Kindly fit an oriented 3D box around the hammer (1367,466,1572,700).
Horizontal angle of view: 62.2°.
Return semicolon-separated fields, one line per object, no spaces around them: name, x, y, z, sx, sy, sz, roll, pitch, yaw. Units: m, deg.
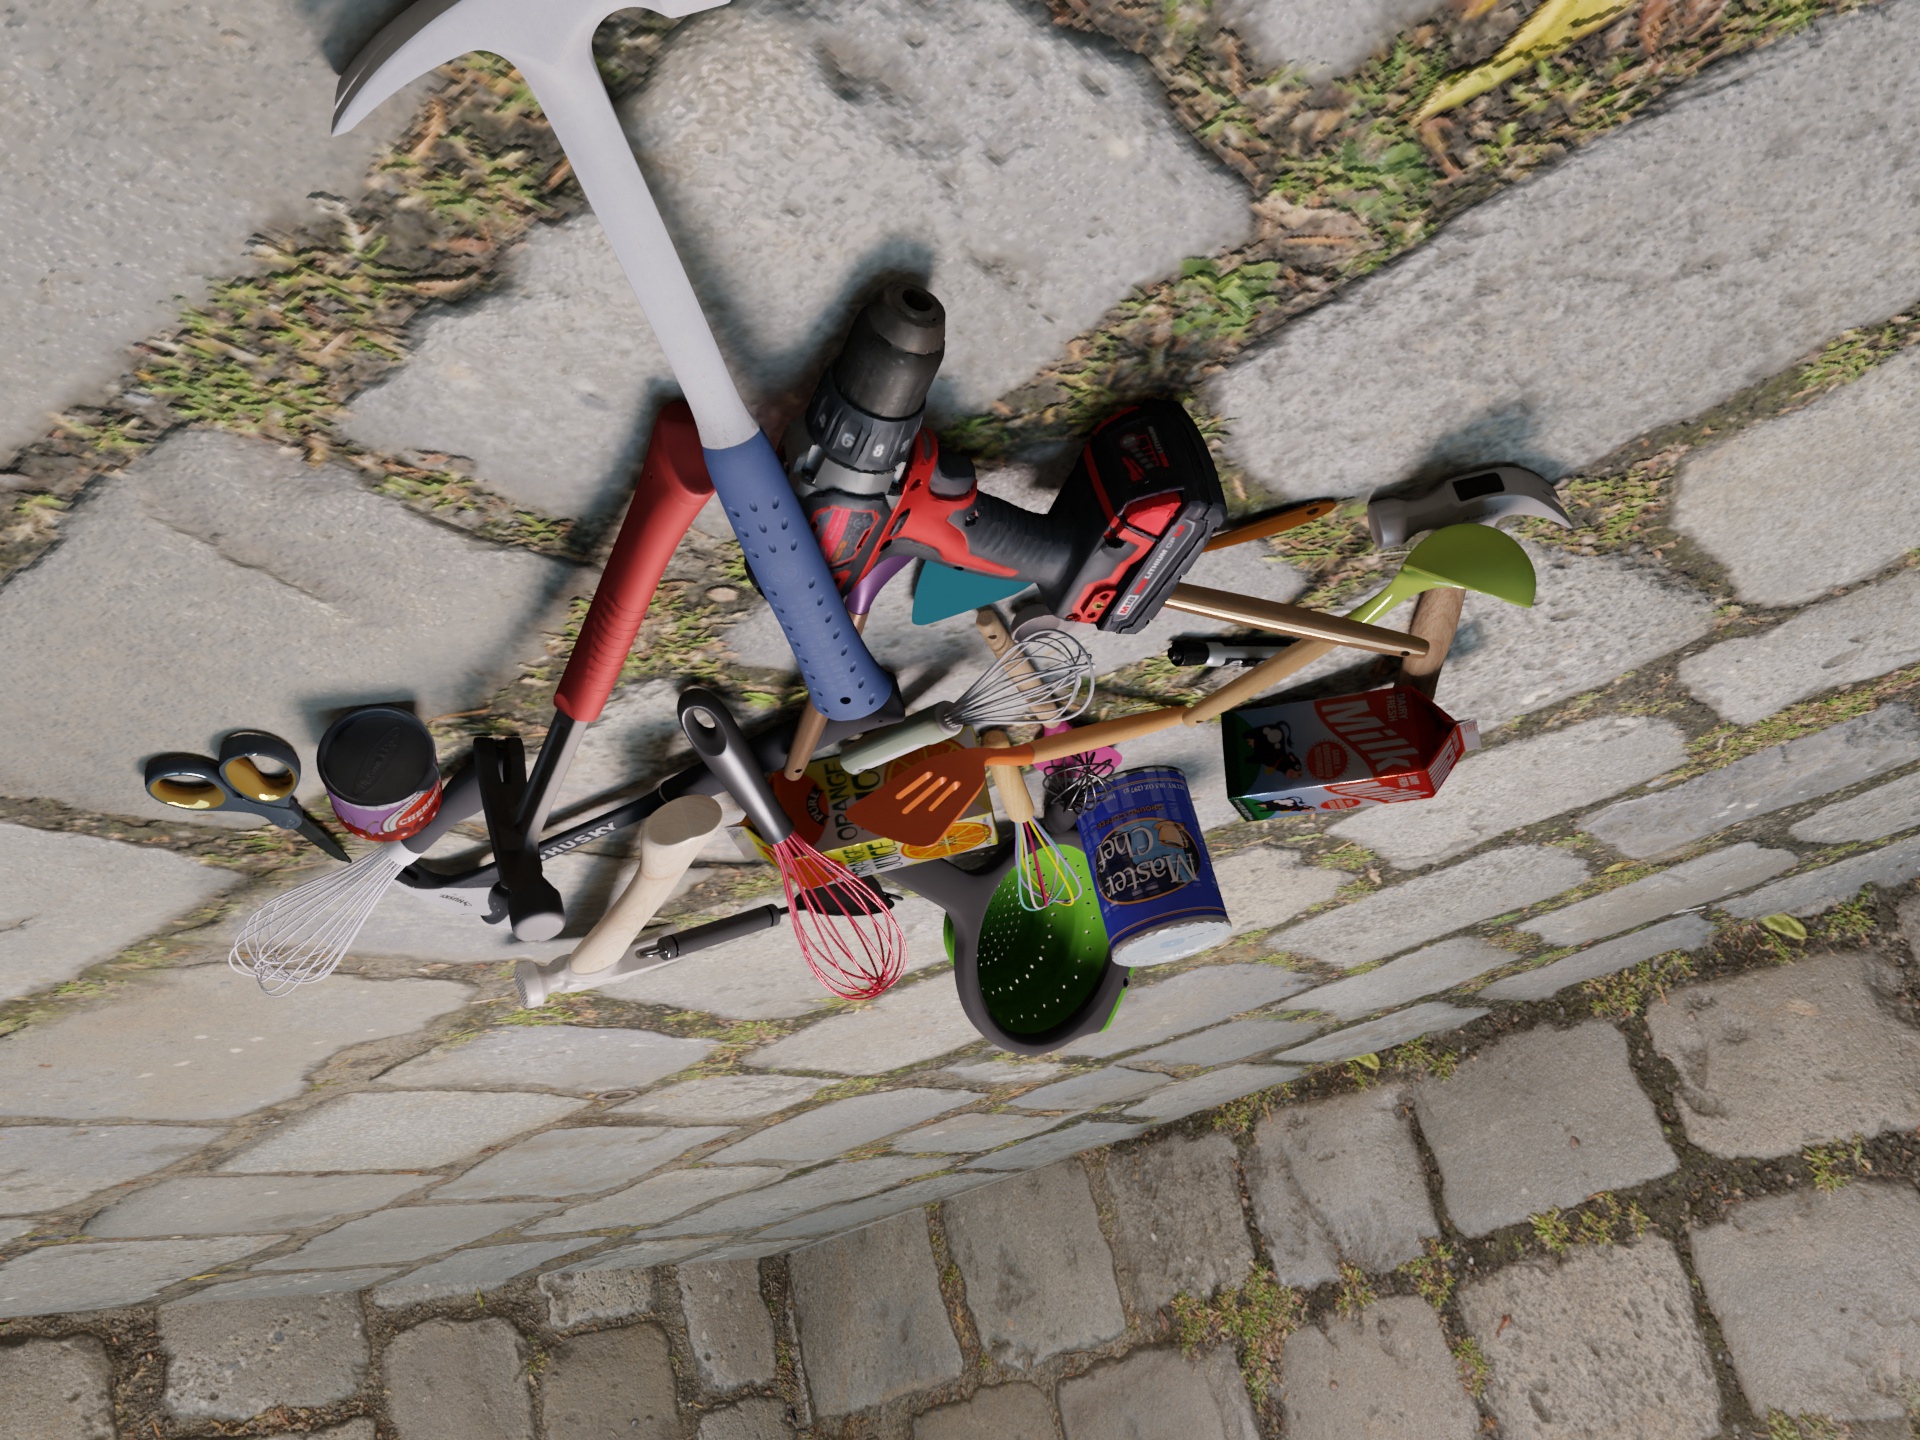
hammer;0.342;-0.082;1.124;0.130;0.031;0.331;-15;157;3

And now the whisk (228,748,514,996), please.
whisk;-0.395;0.101;1.071;0.284;0.070;0.070;-37;149;22

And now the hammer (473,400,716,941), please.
hammer;-0.202;-0.035;0.864;0.036;0.149;0.359;1;141;-32

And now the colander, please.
colander;-0.001;0.154;1.377;0.396;0.204;0.094;33;165;-39

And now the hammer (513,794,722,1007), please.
hammer;-0.238;0.138;1.213;0.146;0.038;0.410;-14;164;-29

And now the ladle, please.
ladle;0.247;-0.045;1.058;0.078;0.062;0.320;13;153;-26

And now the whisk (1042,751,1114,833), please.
whisk;0.085;0.063;1.257;0.055;0.055;0.239;-12;167;-4

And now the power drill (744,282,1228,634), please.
power drill;0.018;-0.125;0.795;0.226;0.080;0.187;3;142;-26

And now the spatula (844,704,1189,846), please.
spatula;0.061;0.028;1.109;0.081;0.041;0.322;17;-160;41

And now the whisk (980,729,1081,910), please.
whisk;0.049;0.084;1.268;0.051;0.047;0.244;-25;141;-2

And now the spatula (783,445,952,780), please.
spatula;-0.065;-0.053;0.946;0.059;0.018;0.315;-4;147;-24

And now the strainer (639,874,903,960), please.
strainer;-0.150;0.157;1.313;0.258;0.050;0.087;-14;-162;-39

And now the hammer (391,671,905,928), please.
hammer;-0.217;0.055;1.116;0.409;0.036;0.149;-23;154;19

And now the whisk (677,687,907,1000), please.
whisk;-0.114;0.089;1.085;0.073;0.073;0.295;-20;126;13

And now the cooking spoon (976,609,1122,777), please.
cooking spoon;0.060;-0.010;1.141;0.069;0.017;0.318;-9;158;14

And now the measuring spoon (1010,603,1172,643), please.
measuring spoon;0.085;-0.070;1.036;0.124;0.018;0.034;-9;154;-28

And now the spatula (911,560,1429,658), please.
spatula;0.131;-0.065;0.963;0.317;0.044;0.082;11;149;-5

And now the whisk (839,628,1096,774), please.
whisk;-0.002;-0.003;1.062;0.058;0.059;0.246;-22;179;-45

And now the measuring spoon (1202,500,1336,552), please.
measuring spoon;0.175;-0.119;0.980;0.117;0.011;0.021;-17;157;-2

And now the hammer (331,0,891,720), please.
hammer;-0.106;-0.127;0.668;0.144;0.035;0.405;-15;143;5
